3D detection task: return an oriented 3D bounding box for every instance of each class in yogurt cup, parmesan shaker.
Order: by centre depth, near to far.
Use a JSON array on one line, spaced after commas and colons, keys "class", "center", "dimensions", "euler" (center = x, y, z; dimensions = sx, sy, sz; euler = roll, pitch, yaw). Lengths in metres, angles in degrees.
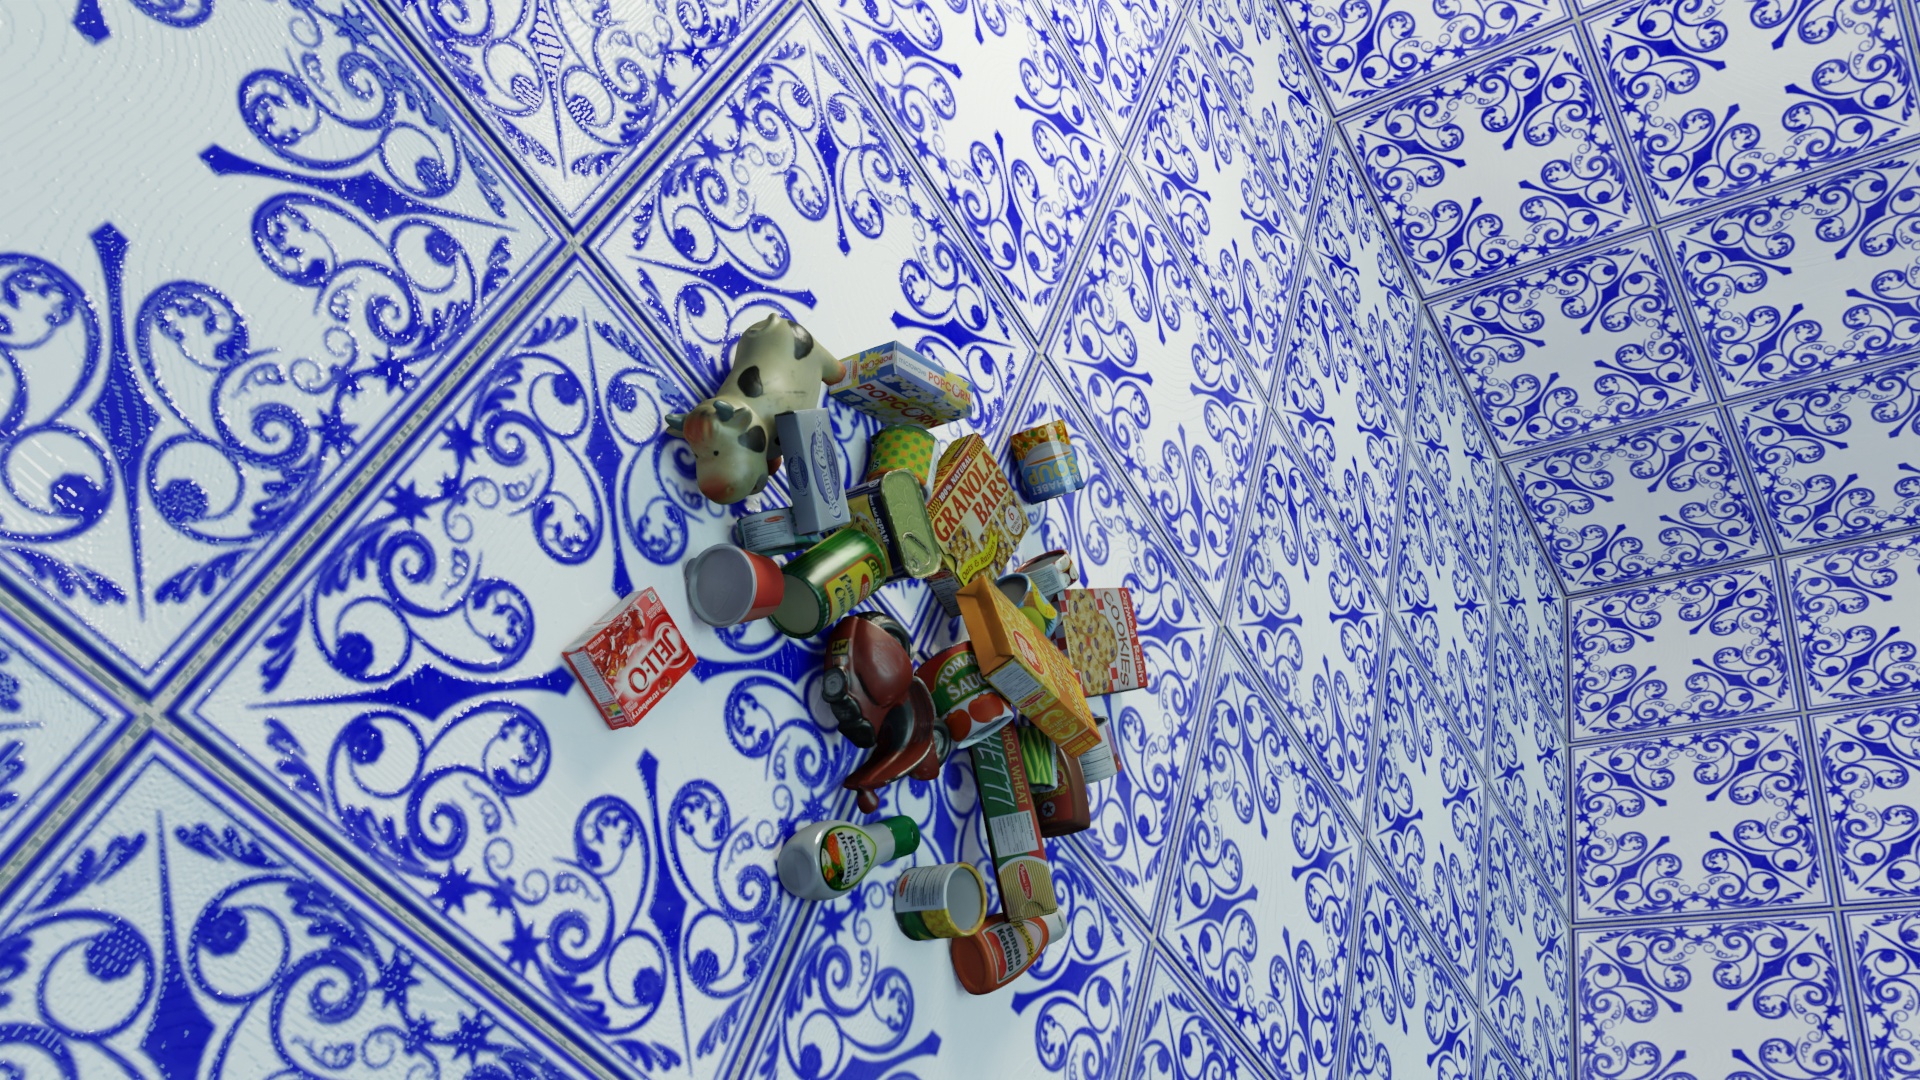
[{"class": "yogurt cup", "center": [-0.182, 0.038, 1.141], "dimensions": [0.054, 0.072, 0.072], "euler": [7, 71, -62]}, {"class": "parmesan shaker", "center": [-0.120, 0.040, 1.226], "dimensions": [0.103, 0.071, 0.071], "euler": [-37, 107, -54]}]

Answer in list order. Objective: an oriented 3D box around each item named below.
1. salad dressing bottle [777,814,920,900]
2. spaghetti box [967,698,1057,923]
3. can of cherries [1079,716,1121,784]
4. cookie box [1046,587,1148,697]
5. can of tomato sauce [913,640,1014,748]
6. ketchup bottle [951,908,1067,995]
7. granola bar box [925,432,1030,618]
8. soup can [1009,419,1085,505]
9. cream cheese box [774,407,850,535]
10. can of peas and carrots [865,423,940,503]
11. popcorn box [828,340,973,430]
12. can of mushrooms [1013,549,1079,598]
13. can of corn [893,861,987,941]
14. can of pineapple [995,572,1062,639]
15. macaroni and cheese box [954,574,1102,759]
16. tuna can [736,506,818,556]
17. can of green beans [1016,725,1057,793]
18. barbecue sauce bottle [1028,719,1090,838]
[{"class": "salad dressing bottle", "center": [-0.092, 0.266, 1.189], "dimensions": [0.148, 0.044, 0.064], "euler": [-3, 80, -55]}, {"class": "spaghetti box", "center": [0.042, 0.241, 1.348], "dimensions": [0.028, 0.050, 0.251], "euler": [105, -26, -66]}, {"class": "can of cherries", "center": [0.137, 0.229, 1.511], "dimensions": [0.072, 0.071, 0.058], "euler": [-19, 93, -56]}, {"class": "cookie box", "center": [0.151, 0.118, 1.598], "dimensions": [0.168, 0.040, 0.123], "euler": [2, 75, -55]}, {"class": "can of tomato sauce", "center": [0.004, 0.147, 1.329], "dimensions": [0.071, 0.071, 0.083], "euler": [-5, 60, -56]}, {"class": "ketchup bottle", "center": [0.051, 0.388, 1.342], "dimensions": [0.149, 0.043, 0.065], "euler": [-3, 73, -56]}, {"class": "granola bar box", "center": [0.005, -0.018, 1.448], "dimensions": [0.124, 0.039, 0.166], "euler": [59, 37, -21]}, {"class": "soup can", "center": [0.099, -0.090, 1.584], "dimensions": [0.071, 0.071, 0.083], "euler": [-22, 94, -56]}, {"class": "cream cheese box", "center": [-0.124, -0.059, 1.167], "dimensions": [0.053, 0.024, 0.103], "euler": [-20, 100, -63]}, {"class": "can of peas and carrots", "center": [-0.059, -0.072, 1.360], "dimensions": [0.071, 0.071, 0.059], "euler": [40, 47, -40]}, {"class": "popcorn box", "center": [-0.058, -0.149, 1.372], "dimensions": [0.126, 0.085, 0.038], "euler": [23, 59, -49]}, {"class": "can of mushrooms", "center": [0.095, 0.037, 1.530], "dimensions": [0.071, 0.071, 0.033], "euler": [-40, 109, -54]}, {"class": "can of corn", "center": [-0.016, 0.328, 1.258], "dimensions": [0.071, 0.058, 0.071], "euler": [26, 57, -47]}, {"class": "can of pineapple", "center": [0.062, 0.075, 1.464], "dimensions": [0.057, 0.071, 0.071], "euler": [51, 40, -30]}, {"class": "macaroni and cheese box", "center": [0.067, 0.126, 1.375], "dimensions": [0.166, 0.040, 0.124], "euler": [46, 16, -37]}, {"class": "tuna can", "center": [-0.156, -0.007, 1.194], "dimensions": [0.071, 0.071, 0.033], "euler": [-3, 80, -55]}, {"class": "can of green beans", "center": [0.064, 0.223, 1.409], "dimensions": [0.071, 0.071, 0.058], "euler": [24, 59, -49]}, {"class": "barbecue sauce bottle", "center": [0.096, 0.232, 1.455], "dimensions": [0.043, 0.064, 0.149], "euler": [24, 52, -51]}]
